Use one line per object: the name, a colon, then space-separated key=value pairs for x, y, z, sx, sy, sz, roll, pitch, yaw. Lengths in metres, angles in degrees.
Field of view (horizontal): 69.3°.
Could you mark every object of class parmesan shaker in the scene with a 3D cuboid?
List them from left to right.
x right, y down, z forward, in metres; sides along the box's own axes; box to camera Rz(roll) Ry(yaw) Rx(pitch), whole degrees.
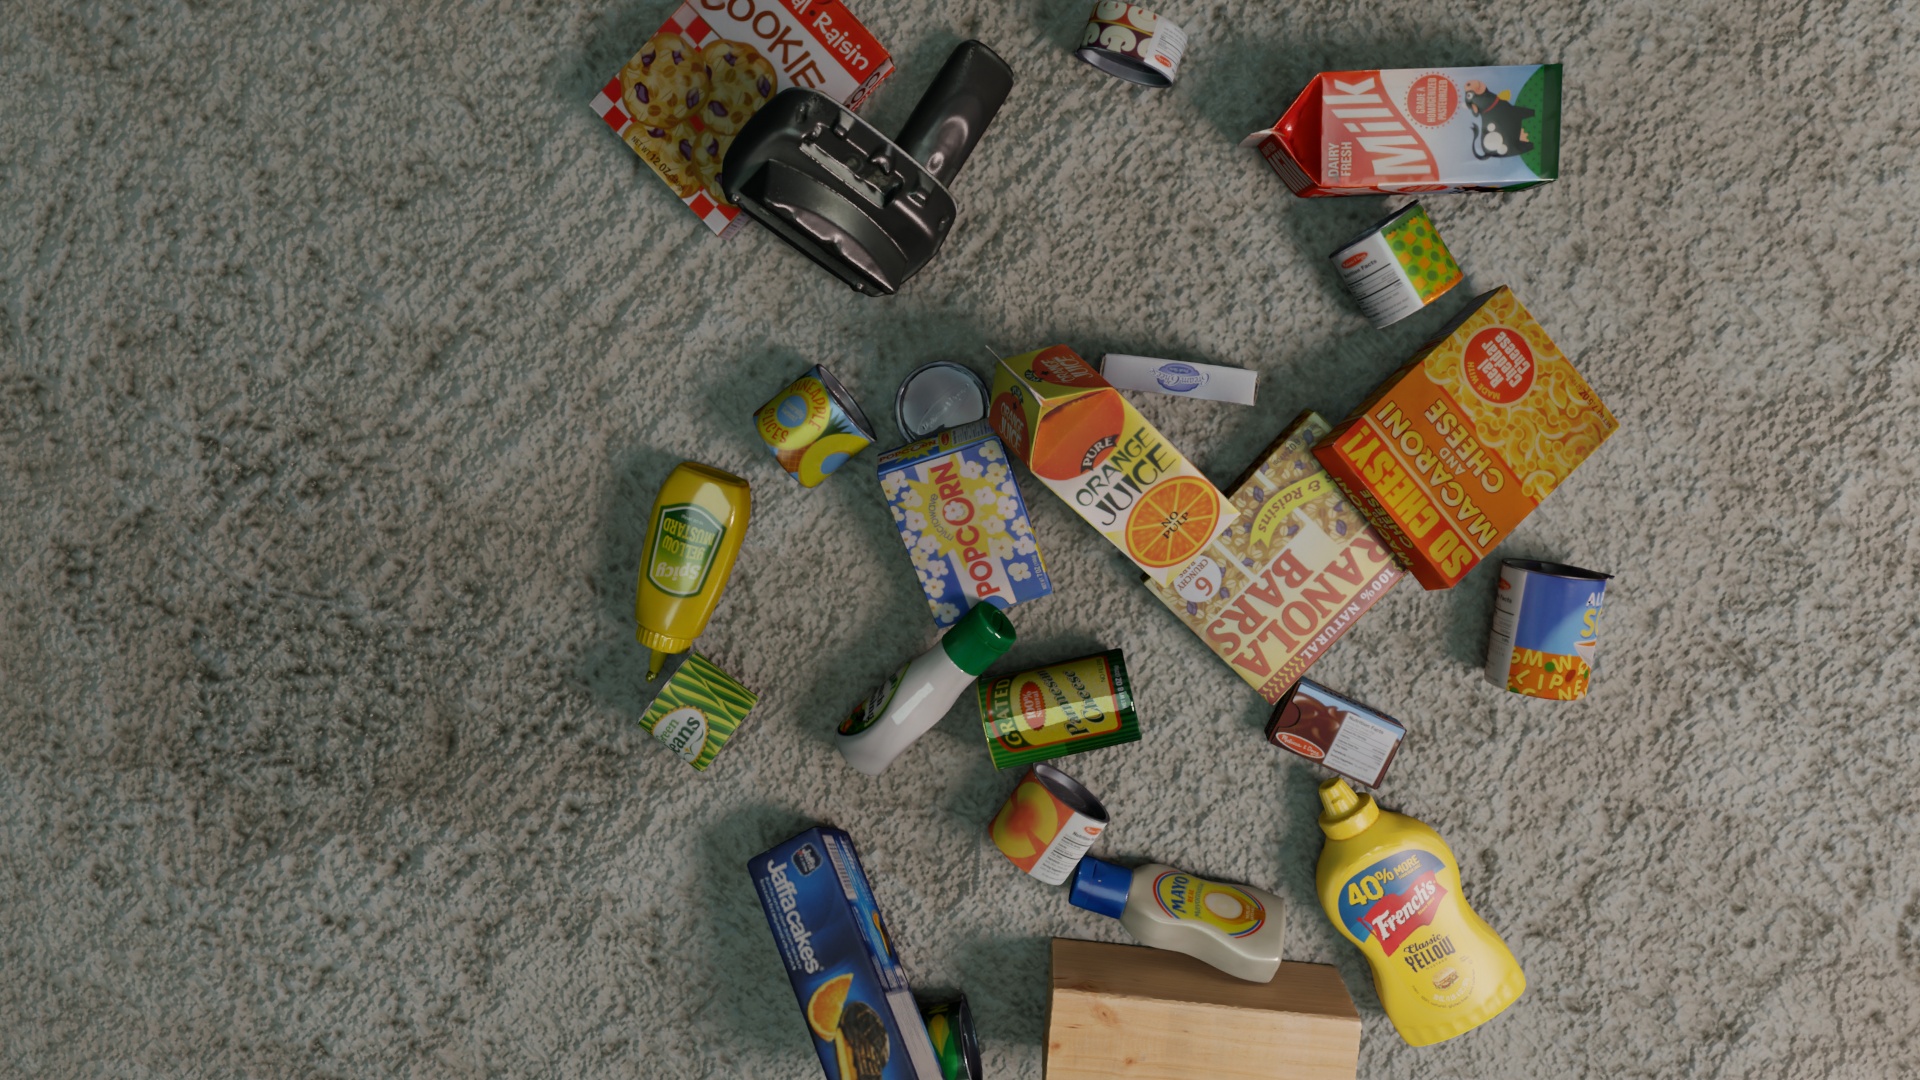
parmesan shaker: x=0.068 y=0.114 z=0.960 sx=0.103 sy=0.071 sz=0.071 roll=-13 pitch=96 yaw=5

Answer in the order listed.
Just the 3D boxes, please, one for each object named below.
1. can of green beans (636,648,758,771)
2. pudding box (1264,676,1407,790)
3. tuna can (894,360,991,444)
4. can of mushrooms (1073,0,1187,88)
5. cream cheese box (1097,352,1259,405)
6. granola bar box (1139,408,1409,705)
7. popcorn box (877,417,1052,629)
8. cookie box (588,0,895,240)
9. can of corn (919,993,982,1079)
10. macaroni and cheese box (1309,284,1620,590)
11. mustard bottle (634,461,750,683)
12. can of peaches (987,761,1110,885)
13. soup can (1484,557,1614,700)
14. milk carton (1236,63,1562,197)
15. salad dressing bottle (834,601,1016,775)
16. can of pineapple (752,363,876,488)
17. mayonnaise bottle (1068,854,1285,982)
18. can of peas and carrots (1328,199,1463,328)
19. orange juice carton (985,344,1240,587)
can of green beans: x=-0.184 y=0.120 z=0.975 sx=0.058 sy=0.071 sz=0.071 roll=38 pitch=98 yaw=-2
pudding box: x=0.261 y=0.132 z=0.968 sx=0.084 sy=0.030 sz=0.049 roll=24 pitch=99 yaw=0
tuna can: x=-0.009 y=-0.089 z=0.955 sx=0.071 sy=0.033 sz=0.071 roll=0 pitch=97 yaw=4
can of mushrooms: x=0.110 y=-0.323 z=0.903 sx=0.071 sy=0.071 sz=0.033 roll=20 pitch=98 yaw=1
cream cheese box: x=0.145 y=-0.109 z=0.933 sx=0.104 sy=0.053 sz=0.024 roll=7 pitch=100 yaw=2
granola bar box: x=0.225 y=0.011 z=0.951 sx=0.124 sy=0.039 sz=0.165 roll=43 pitch=98 yaw=-3
popcorn box: x=0.003 y=-0.012 z=0.942 sx=0.085 sy=0.038 sz=0.126 roll=-18 pitch=116 yaw=5
cookie box: x=-0.145 y=-0.306 z=0.932 sx=0.167 sy=0.040 sz=0.123 roll=-44 pitch=93 yaw=7
can of corn: x=-0.020 y=0.367 z=0.998 sx=0.058 sy=0.071 sz=0.071 roll=-13 pitch=96 yaw=6
macaroni and cheese box: x=0.330 y=-0.066 z=0.910 sx=0.167 sy=0.040 sz=0.123 roll=-41 pitch=93 yaw=-11
mustard bottle: x=-0.194 y=0.027 z=0.973 sx=0.065 sy=0.049 sz=0.160 roll=18 pitch=98 yaw=3
can of peaches: x=0.060 y=0.196 z=0.972 sx=0.071 sy=0.071 sz=0.058 roll=34 pitch=99 yaw=-1
soup can: x=0.395 y=0.059 z=0.932 sx=0.071 sy=0.071 sz=0.083 roll=6 pitch=98 yaw=3
milk carton: x=0.279 y=-0.262 z=0.897 sx=0.191 sy=0.072 sz=0.073 roll=-1 pitch=98 yaw=4
salad dressing bottle: x=-0.024 y=0.101 z=0.955 sx=0.044 sy=0.064 sz=0.147 roll=42 pitch=110 yaw=-11
can of pineapple: x=-0.100 y=-0.078 z=0.944 sx=0.058 sy=0.071 sz=0.071 roll=-37 pitch=94 yaw=7
mayonnaise bottle: x=0.151 y=0.259 z=0.975 sx=0.148 sy=0.065 sz=0.041 roll=16 pitch=129 yaw=4
can of peas and carrots: x=0.287 y=-0.181 z=0.911 sx=0.071 sy=0.071 sz=0.058 roll=-32 pitch=95 yaw=7
orange juice carton: x=0.088 y=-0.057 z=0.888 sx=0.073 sy=0.072 sz=0.192 roll=-46 pitch=127 yaw=8
